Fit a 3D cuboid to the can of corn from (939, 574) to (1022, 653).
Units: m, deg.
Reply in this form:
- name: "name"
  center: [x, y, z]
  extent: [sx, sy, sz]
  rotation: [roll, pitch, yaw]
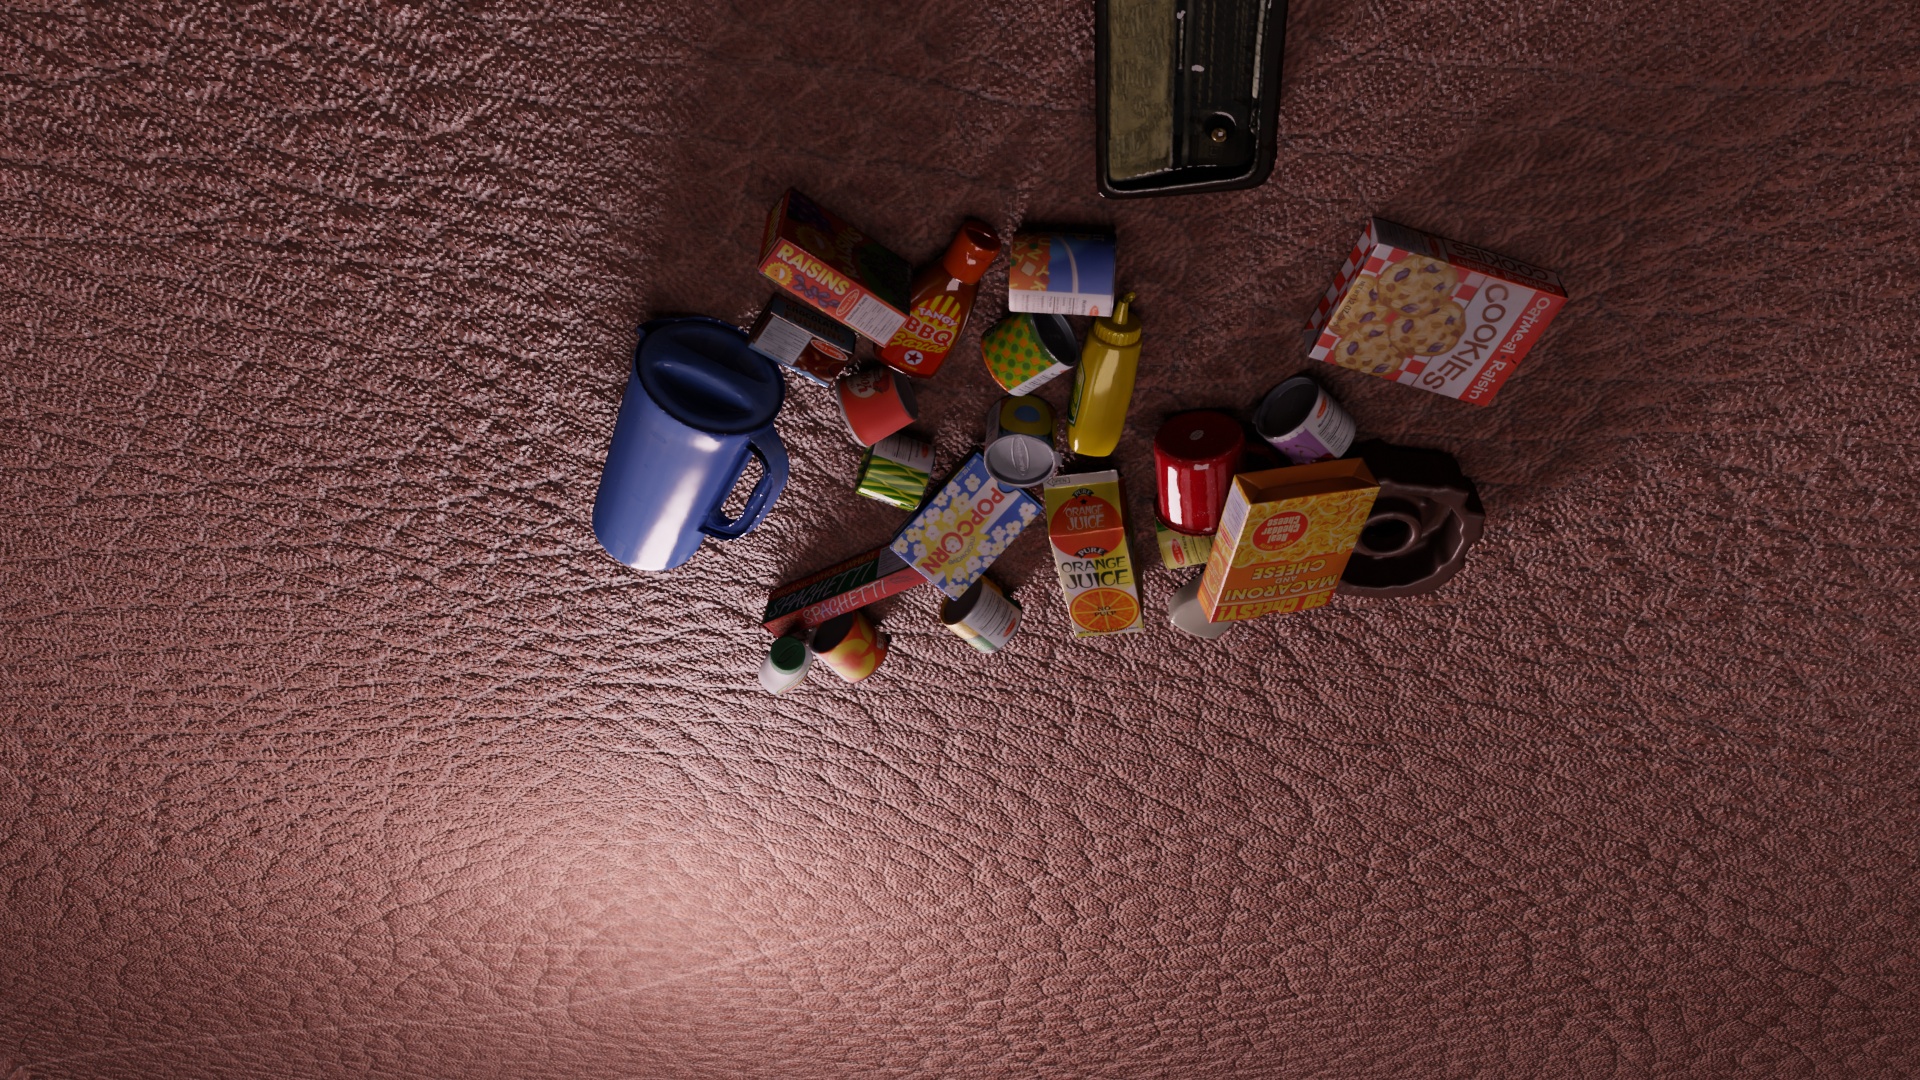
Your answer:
- name: "can of corn"
  center: [0.019, 0.074, 1.440]
  extent: [0.071, 0.071, 0.058]
  rotation: [-31, 125, 32]

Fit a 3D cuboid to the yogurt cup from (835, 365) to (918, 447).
- name: "yogurt cup"
  center: [-0.073, -0.124, 1.242]
  extent: [0.054, 0.073, 0.072]
  rotation: [-21, 131, 15]

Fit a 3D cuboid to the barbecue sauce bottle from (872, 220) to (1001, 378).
- name: "barbecue sauce bottle"
  center: [-0.016, -0.203, 1.167]
  extent: [0.065, 0.044, 0.147]
  rotation: [20, 134, -20]

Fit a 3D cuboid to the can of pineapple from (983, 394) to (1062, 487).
- name: "can of pineapple"
  center: [0.057, -0.091, 1.266]
  extent: [0.071, 0.058, 0.070]
  rotation: [3, 137, 3]

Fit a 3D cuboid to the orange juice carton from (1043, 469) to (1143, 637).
- name: "orange juice carton"
  center: [0.131, 0.004, 1.346]
  extent: [0.072, 0.073, 0.191]
  rotation: [-6, 135, 12]

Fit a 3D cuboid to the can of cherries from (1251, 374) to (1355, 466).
- name: "can of cherries"
  center: [0.303, -0.103, 1.225]
  extent: [0.058, 0.072, 0.071]
  rotation: [35, 129, -28]

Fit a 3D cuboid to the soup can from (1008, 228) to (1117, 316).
- name: "soup can"
  center: [0.083, -0.219, 1.126]
  extent: [0.084, 0.072, 0.071]
  rotation: [4, 136, 3]

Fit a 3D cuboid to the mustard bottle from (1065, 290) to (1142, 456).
- name: "mustard bottle"
  center: [0.126, -0.149, 1.198]
  extent: [0.049, 0.065, 0.159]
  rotation: [5, 131, -7]

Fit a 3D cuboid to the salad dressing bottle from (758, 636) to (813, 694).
- name: "salad dressing bottle"
  center: [-0.186, 0.131, 1.486]
  extent: [0.044, 0.064, 0.147]
  rotation: [49, 166, 5]

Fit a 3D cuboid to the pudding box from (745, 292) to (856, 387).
- name: "pudding box"
  center: [-0.139, -0.175, 1.219]
  extent: [0.083, 0.030, 0.049]
  rotation: [26, 132, -20]

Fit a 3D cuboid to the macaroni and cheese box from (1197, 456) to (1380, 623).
- name: "macaroni and cheese box"
  center: [0.290, 0.003, 1.245]
  extent: [0.124, 0.040, 0.165]
  rotation: [-8, 140, -12]

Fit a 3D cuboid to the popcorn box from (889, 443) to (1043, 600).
- name: "popcorn box"
  center: [0.005, -0.017, 1.317]
  extent: [0.085, 0.038, 0.126]
  rotation: [40, 103, -11]

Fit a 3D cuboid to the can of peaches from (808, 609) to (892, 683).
- name: "can of peaches"
  center: [-0.118, 0.108, 1.489]
  extent: [0.071, 0.071, 0.058]
  rotation: [-24, 128, 28]

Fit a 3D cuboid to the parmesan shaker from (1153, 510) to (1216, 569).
- name: "parmesan shaker"
  center: [0.243, -0.012, 1.323]
  extent: [0.103, 0.072, 0.071]
  rotation: [-12, 134, 17]

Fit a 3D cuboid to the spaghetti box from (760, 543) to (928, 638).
- name: "spaghetti box"
  center: [-0.098, 0.039, 1.424]
  extent: [0.249, 0.050, 0.028]
  rotation: [-22, 129, 26]

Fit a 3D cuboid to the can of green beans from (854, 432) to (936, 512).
- name: "can of green beans"
  center: [-0.061, -0.066, 1.298]
  extent: [0.058, 0.071, 0.071]
  rotation: [18, 135, -12]

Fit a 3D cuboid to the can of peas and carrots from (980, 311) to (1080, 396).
- name: "can of peas and carrots"
  center: [0.058, -0.167, 1.183]
  extent: [0.058, 0.071, 0.071]
  rotation: [-28, 127, 31]

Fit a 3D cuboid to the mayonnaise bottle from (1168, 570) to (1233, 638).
- name: "mayonnaise bottle"
  center: [0.272, 0.040, 1.395]
  extent: [0.065, 0.041, 0.147]
  rotation: [21, 133, -18]

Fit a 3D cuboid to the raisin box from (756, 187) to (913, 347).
- name: "raisin box"
  center: [-0.100, -0.221, 1.125]
  extent: [0.123, 0.086, 0.040]
  rotation: [29, 126, -23]

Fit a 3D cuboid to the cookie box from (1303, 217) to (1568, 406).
- name: "cookie box"
  center: [0.389, -0.185, 1.146]
  extent: [0.167, 0.040, 0.122]
  rotation: [14, 136, -9]
